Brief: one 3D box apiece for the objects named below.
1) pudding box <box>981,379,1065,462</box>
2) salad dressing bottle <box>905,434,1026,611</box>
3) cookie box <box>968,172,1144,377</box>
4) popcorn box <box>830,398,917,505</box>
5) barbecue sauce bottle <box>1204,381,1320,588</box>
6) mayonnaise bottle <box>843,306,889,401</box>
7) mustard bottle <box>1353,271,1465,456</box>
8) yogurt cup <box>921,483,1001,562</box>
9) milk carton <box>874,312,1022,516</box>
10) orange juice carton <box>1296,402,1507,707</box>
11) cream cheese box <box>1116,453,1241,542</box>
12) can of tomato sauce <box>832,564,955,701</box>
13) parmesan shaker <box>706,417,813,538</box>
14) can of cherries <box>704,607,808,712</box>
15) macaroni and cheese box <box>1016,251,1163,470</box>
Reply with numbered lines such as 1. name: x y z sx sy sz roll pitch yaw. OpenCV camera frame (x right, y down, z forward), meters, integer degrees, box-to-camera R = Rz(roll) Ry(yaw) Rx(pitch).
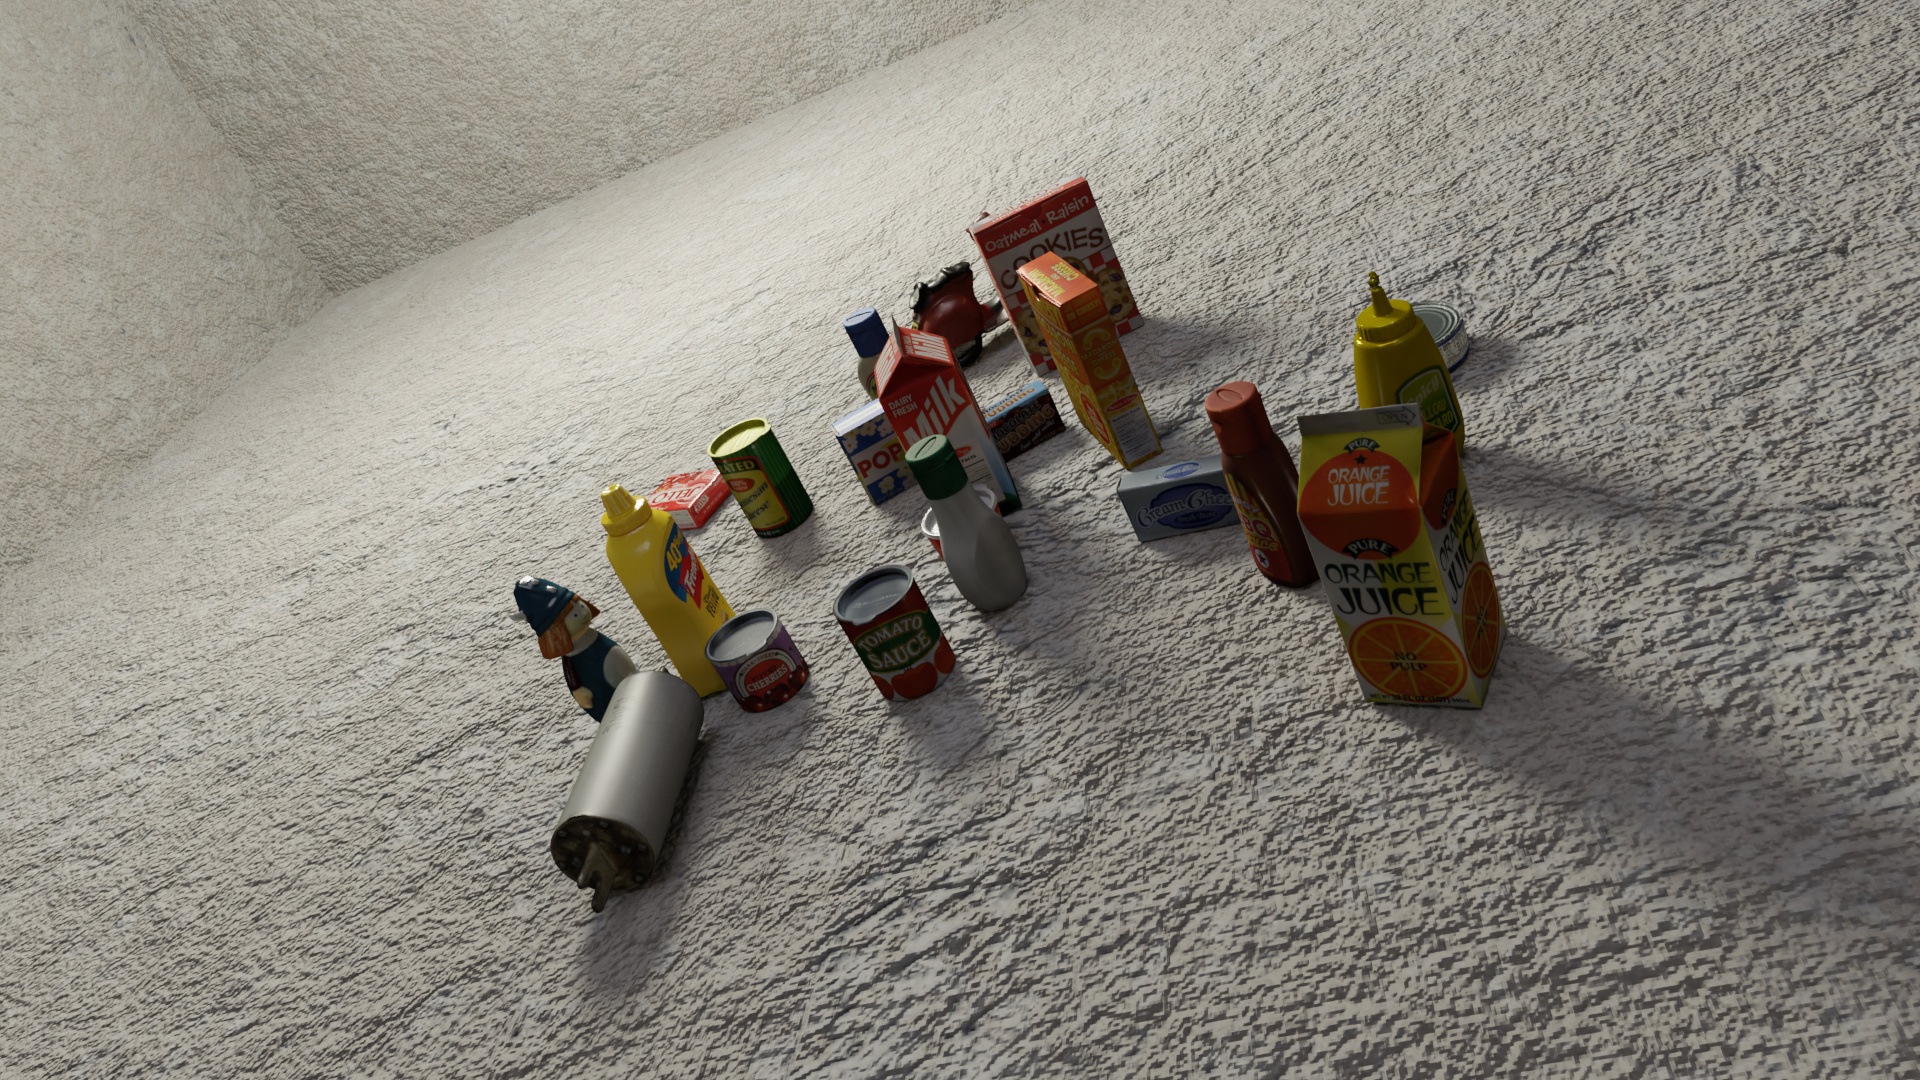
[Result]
1. pudding box: 0.051 -0.109 1.303 0.084 0.049 0.030 -29 29 -4
2. salad dressing bottle: 0.004 -0.014 1.083 0.044 0.147 0.064 0 38 40
3. cookie box: 0.098 -0.266 1.399 0.123 0.166 0.040 -27 28 0
4. popcorn box: -0.050 -0.102 1.337 0.127 0.085 0.038 -30 29 -6
5. barbecue sauce bottle: 0.209 -0.039 0.956 0.044 0.148 0.065 -32 29 -10
6. mayonnaise bottle: -0.070 -0.160 1.383 0.064 0.147 0.041 -14 31 22
7. mustard bottle: 0.313 -0.119 0.990 0.065 0.159 0.049 -32 29 -8
8. yogurt cup: 0.008 -0.004 1.162 0.072 0.053 0.073 -20 29 12
9. milk carton: -0.019 -0.105 1.207 0.073 0.189 0.072 -24 29 5
10. orange juice carton: 0.254 0.003 0.804 0.072 0.192 0.073 -2 37 38
11. cream cheese box: 0.178 -0.034 1.071 0.103 0.053 0.024 -12 32 26
12. can of tomato sauce: -0.049 0.072 1.054 0.071 0.082 0.071 -20 29 12
13. parmesan shaker: -0.194 -0.061 1.370 0.071 0.102 0.071 -20 29 12
14. can of cherries: -0.165 0.099 1.131 0.071 0.058 0.072 -20 29 12
15. macaroni and cheese box: 0.111 -0.158 1.211 0.040 0.165 0.124 -28 29 -2
